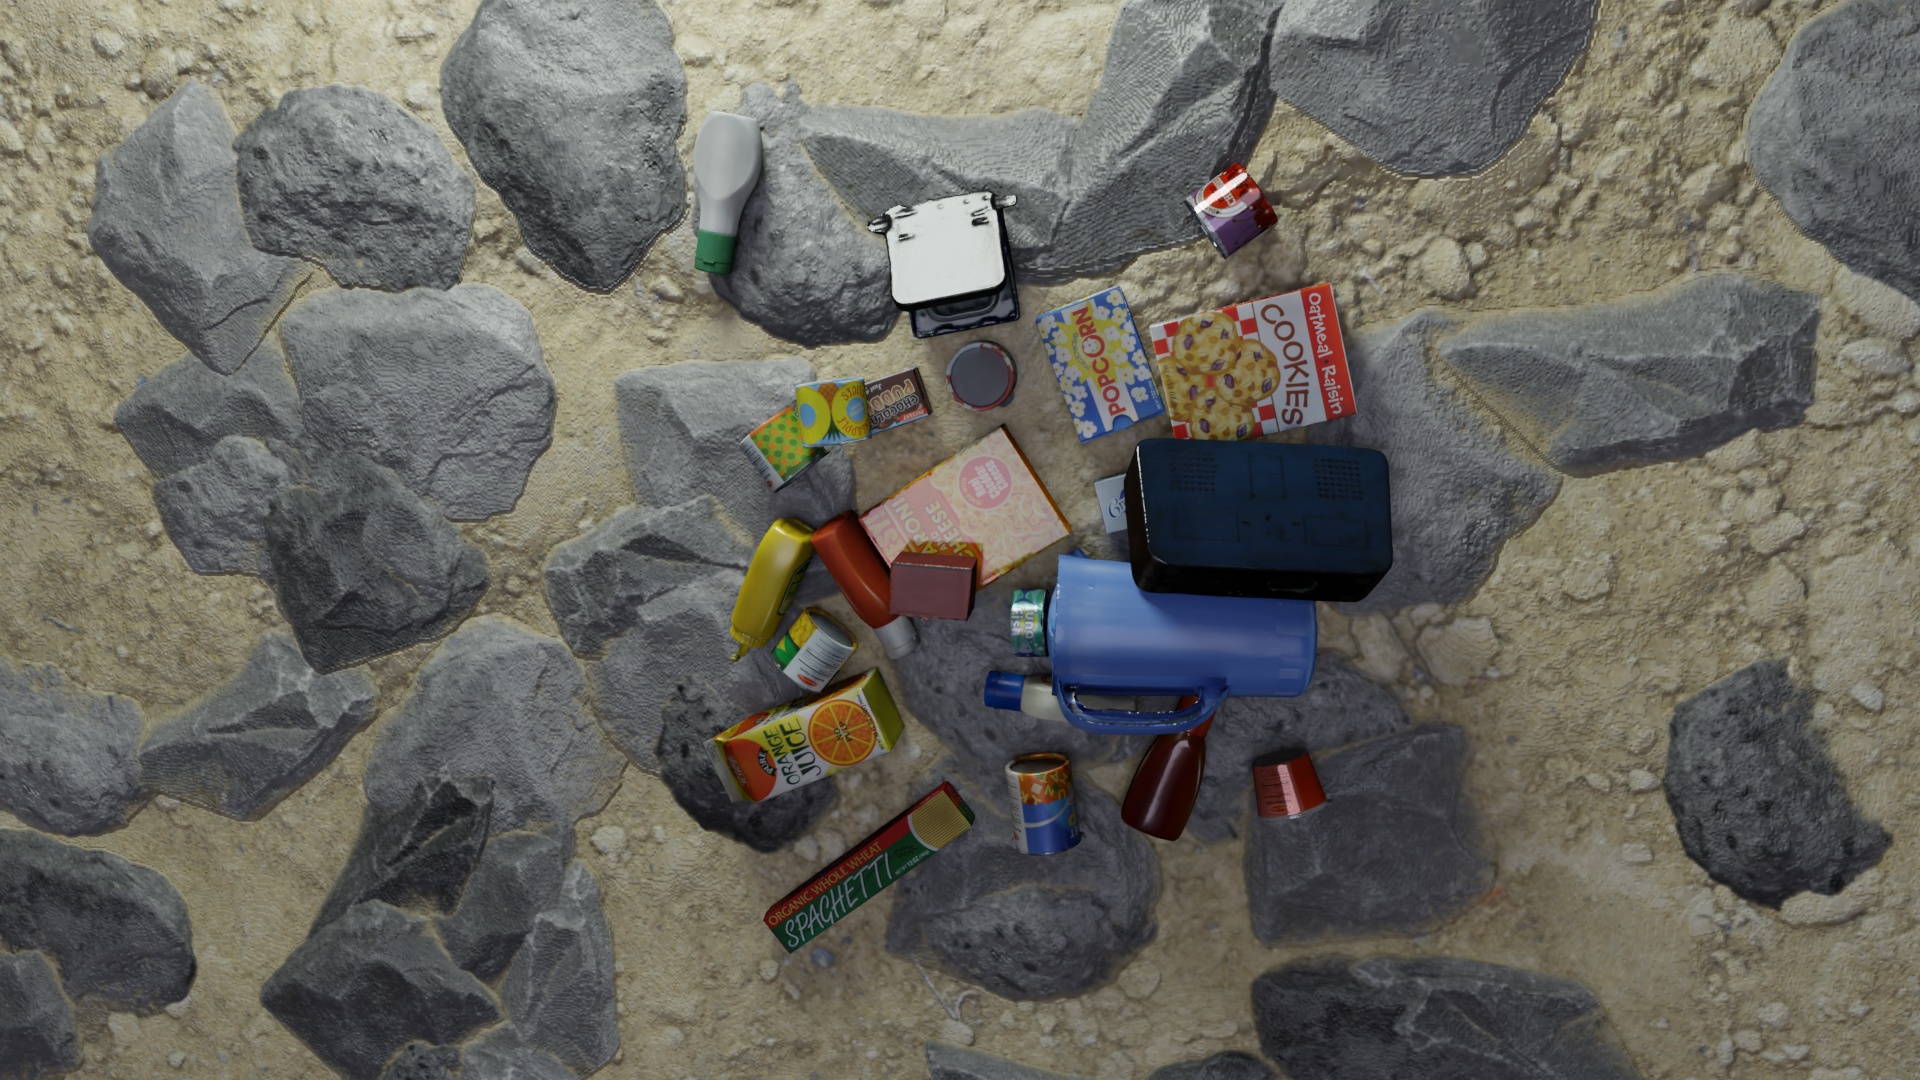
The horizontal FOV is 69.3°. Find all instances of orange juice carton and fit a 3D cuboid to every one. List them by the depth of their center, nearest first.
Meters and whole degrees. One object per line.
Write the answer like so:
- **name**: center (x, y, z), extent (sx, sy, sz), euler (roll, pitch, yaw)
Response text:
- **orange juice carton**: center (-0.161, 0.201, 1.393), extent (0.192, 0.073, 0.071), euler (-22, 97, 12)

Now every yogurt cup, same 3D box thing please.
- **yogurt cup**: center (0.314, 0.234, 1.339), extent (0.072, 0.072, 0.054), euler (-15, 90, 10)

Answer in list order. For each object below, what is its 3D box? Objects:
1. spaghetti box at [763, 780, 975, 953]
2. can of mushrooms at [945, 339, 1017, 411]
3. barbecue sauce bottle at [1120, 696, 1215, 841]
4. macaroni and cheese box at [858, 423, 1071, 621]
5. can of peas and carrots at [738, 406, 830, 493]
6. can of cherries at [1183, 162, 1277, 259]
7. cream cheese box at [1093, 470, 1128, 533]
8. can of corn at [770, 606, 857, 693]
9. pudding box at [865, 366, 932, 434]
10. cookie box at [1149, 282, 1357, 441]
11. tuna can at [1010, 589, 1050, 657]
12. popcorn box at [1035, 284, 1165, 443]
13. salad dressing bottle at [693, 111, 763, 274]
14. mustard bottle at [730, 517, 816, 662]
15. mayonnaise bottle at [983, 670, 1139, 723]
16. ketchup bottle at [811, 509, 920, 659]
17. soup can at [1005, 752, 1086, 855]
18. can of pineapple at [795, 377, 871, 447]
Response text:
- **spaghetti box**: center (-0.096, 0.339, 1.433), extent (0.249, 0.029, 0.050), euler (-37, 93, 12)
- **can of mushrooms**: center (0.022, -0.155, 1.322), extent (0.071, 0.033, 0.071), euler (1, 100, 7)
- **barbecue sauce bottle**: center (0.210, 0.217, 1.360), extent (0.065, 0.044, 0.148), euler (20, 102, 3)
- **macaroni and cheese box**: center (0.005, -0.017, 1.346), extent (0.166, 0.040, 0.123), euler (-32, 95, 12)
- **can of peas and carrots**: center (-0.170, -0.090, 1.345), extent (0.071, 0.071, 0.058), euler (-37, 93, 13)
- **can of cherries**: center (0.242, -0.297, 1.245), extent (0.058, 0.071, 0.071), euler (-34, 94, 13)
- **cream cheese box**: center (0.183, -0.045, 1.325), extent (0.104, 0.024, 0.053), euler (-15, 97, 10)
- **can of corn**: center (-0.145, 0.107, 1.378), extent (0.071, 0.071, 0.058), euler (39, 101, -1)
- **pudding box**: center (-0.074, -0.131, 1.341), extent (0.083, 0.030, 0.049), euler (-17, 98, 11)
- **cookie box**: center (0.270, -0.159, 1.284), extent (0.167, 0.040, 0.122), euler (-12, 99, 11)
- **tuna can**: center (0.068, 0.080, 1.340), extent (0.033, 0.071, 0.071), euler (-1, 101, 9)
- **popcorn box**: center (0.131, -0.166, 1.302), extent (0.085, 0.038, 0.126), euler (-20, 97, 10)
- **salad dressing bottle**: center (-0.226, -0.329, 1.319), extent (0.064, 0.044, 0.147), euler (12, 103, 4)
- **mustard bottle**: center (-0.192, 0.056, 1.378), extent (0.049, 0.065, 0.159), euler (28, 109, 7)
- **mayonnaise bottle**: center (0.098, 0.154, 1.356), extent (0.148, 0.065, 0.041), euler (7, 103, 10)
- **ketchup bottle**: center (-0.089, 0.046, 1.362), extent (0.043, 0.065, 0.148), euler (-23, 105, 25)
- **soup can**: center (0.084, 0.259, 1.374), extent (0.071, 0.071, 0.083), euler (-6, 100, 9)
- **can of pineapple**: center (-0.117, -0.120, 1.297), extent (0.071, 0.071, 0.057), euler (-6, 100, 9)
